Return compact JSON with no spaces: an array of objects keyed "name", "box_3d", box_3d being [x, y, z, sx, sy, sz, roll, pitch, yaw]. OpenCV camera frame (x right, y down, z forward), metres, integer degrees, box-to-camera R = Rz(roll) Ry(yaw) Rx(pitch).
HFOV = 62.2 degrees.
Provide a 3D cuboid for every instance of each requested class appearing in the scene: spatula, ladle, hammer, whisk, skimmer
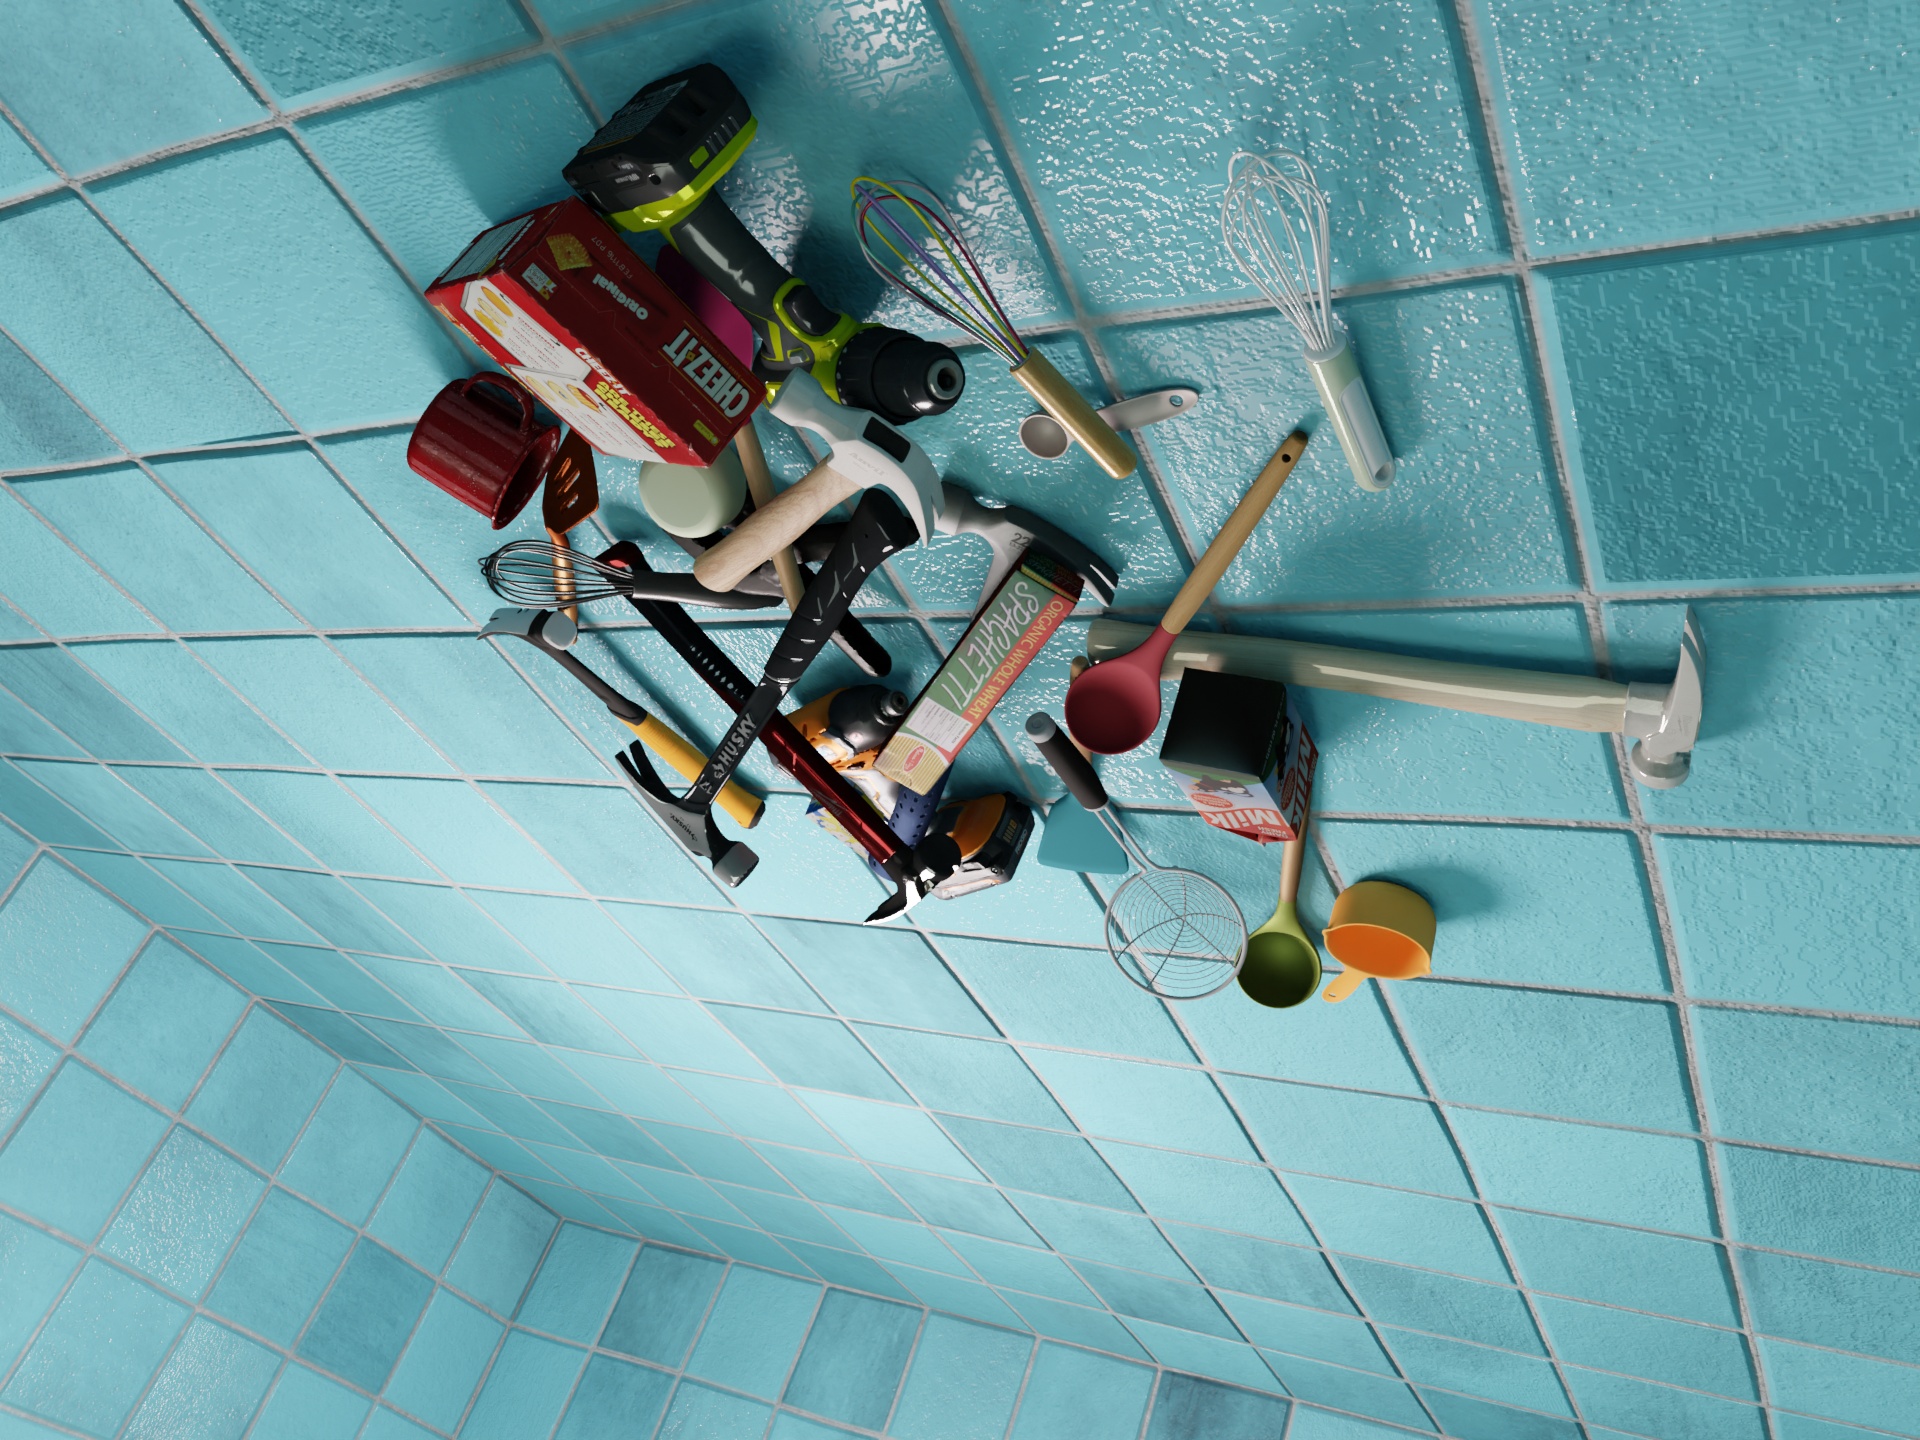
[{"name":"spatula","box_3d":[0.099,0.041,1.291,0.082,0.044,0.317,6,152,9]},{"name":"ladle","box_3d":[0.276,0.144,1.341,0.078,0.062,0.319,9,143,14]},{"name":"hammer","box_3d":[-0.305,0.004,1.507,0.127,0.034,0.336,6,150,45]},{"name":"whisk","box_3d":[0.198,-0.211,0.871,0.059,0.058,0.246,42,173,46]},{"name":"hammer","box_3d":[-0.166,0.008,1.317,0.386,0.038,0.143,46,142,0]},{"name":"hammer","box_3d":[-0.147,-0.029,1.220,0.149,0.036,0.408,42,131,4]},{"name":"whisk","box_3d":[-0.254,-0.109,1.246,0.239,0.055,0.055,4,153,-19]},{"name":"spatula","box_3d":[-0.321,-0.135,1.318,0.041,0.081,0.322,-10,161,-15]},{"name":"hammer","box_3d":[-0.002,-0.004,1.238,0.144,0.035,0.405,22,135,0]},{"name":"skimmer","box_3d":[0.134,0.119,1.303,0.127,0.090,0.362,-14,143,21]},{"name":"hammer","box_3d":[-0.113,-0.135,1.059,0.130,0.031,0.331,31,159,-18]},{"name":"hammer","box_3d":[0.281,-0.038,1.083,0.411,0.038,0.146,8,144,23]},{"name":"ladle","box_3d":[0.152,-0.080,1.072,0.069,0.031,0.315,31,138,1]},{"name":"whisk","box_3d":[0.023,-0.230,0.945,0.047,0.051,0.244,-26,123,40]}]

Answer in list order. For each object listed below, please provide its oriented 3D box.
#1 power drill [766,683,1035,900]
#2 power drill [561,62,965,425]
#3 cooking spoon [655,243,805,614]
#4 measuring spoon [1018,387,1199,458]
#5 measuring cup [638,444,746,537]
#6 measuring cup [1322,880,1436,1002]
[{"name":"power drill","box_3d":[-0.043,0.056,1.393,0.226,0.084,0.164,41,142,-21]},{"name":"power drill","box_3d":[-0.106,-0.258,0.922,0.228,0.080,0.191,47,164,-32]},{"name":"cooking spoon","box_3d":[-0.147,-0.188,1.114,0.069,0.017,0.318,8,136,22]},{"name":"measuring spoon","box_3d":[0.094,-0.192,0.999,0.124,0.018,0.034,-9,129,31]},{"name":"measuring cup","box_3d":[-0.236,-0.195,1.161,0.167,0.038,0.083,33,121,-2]},{"name":"measuring cup","box_3d":[0.349,0.194,1.372,0.095,0.052,0.173,21,150,4]}]
